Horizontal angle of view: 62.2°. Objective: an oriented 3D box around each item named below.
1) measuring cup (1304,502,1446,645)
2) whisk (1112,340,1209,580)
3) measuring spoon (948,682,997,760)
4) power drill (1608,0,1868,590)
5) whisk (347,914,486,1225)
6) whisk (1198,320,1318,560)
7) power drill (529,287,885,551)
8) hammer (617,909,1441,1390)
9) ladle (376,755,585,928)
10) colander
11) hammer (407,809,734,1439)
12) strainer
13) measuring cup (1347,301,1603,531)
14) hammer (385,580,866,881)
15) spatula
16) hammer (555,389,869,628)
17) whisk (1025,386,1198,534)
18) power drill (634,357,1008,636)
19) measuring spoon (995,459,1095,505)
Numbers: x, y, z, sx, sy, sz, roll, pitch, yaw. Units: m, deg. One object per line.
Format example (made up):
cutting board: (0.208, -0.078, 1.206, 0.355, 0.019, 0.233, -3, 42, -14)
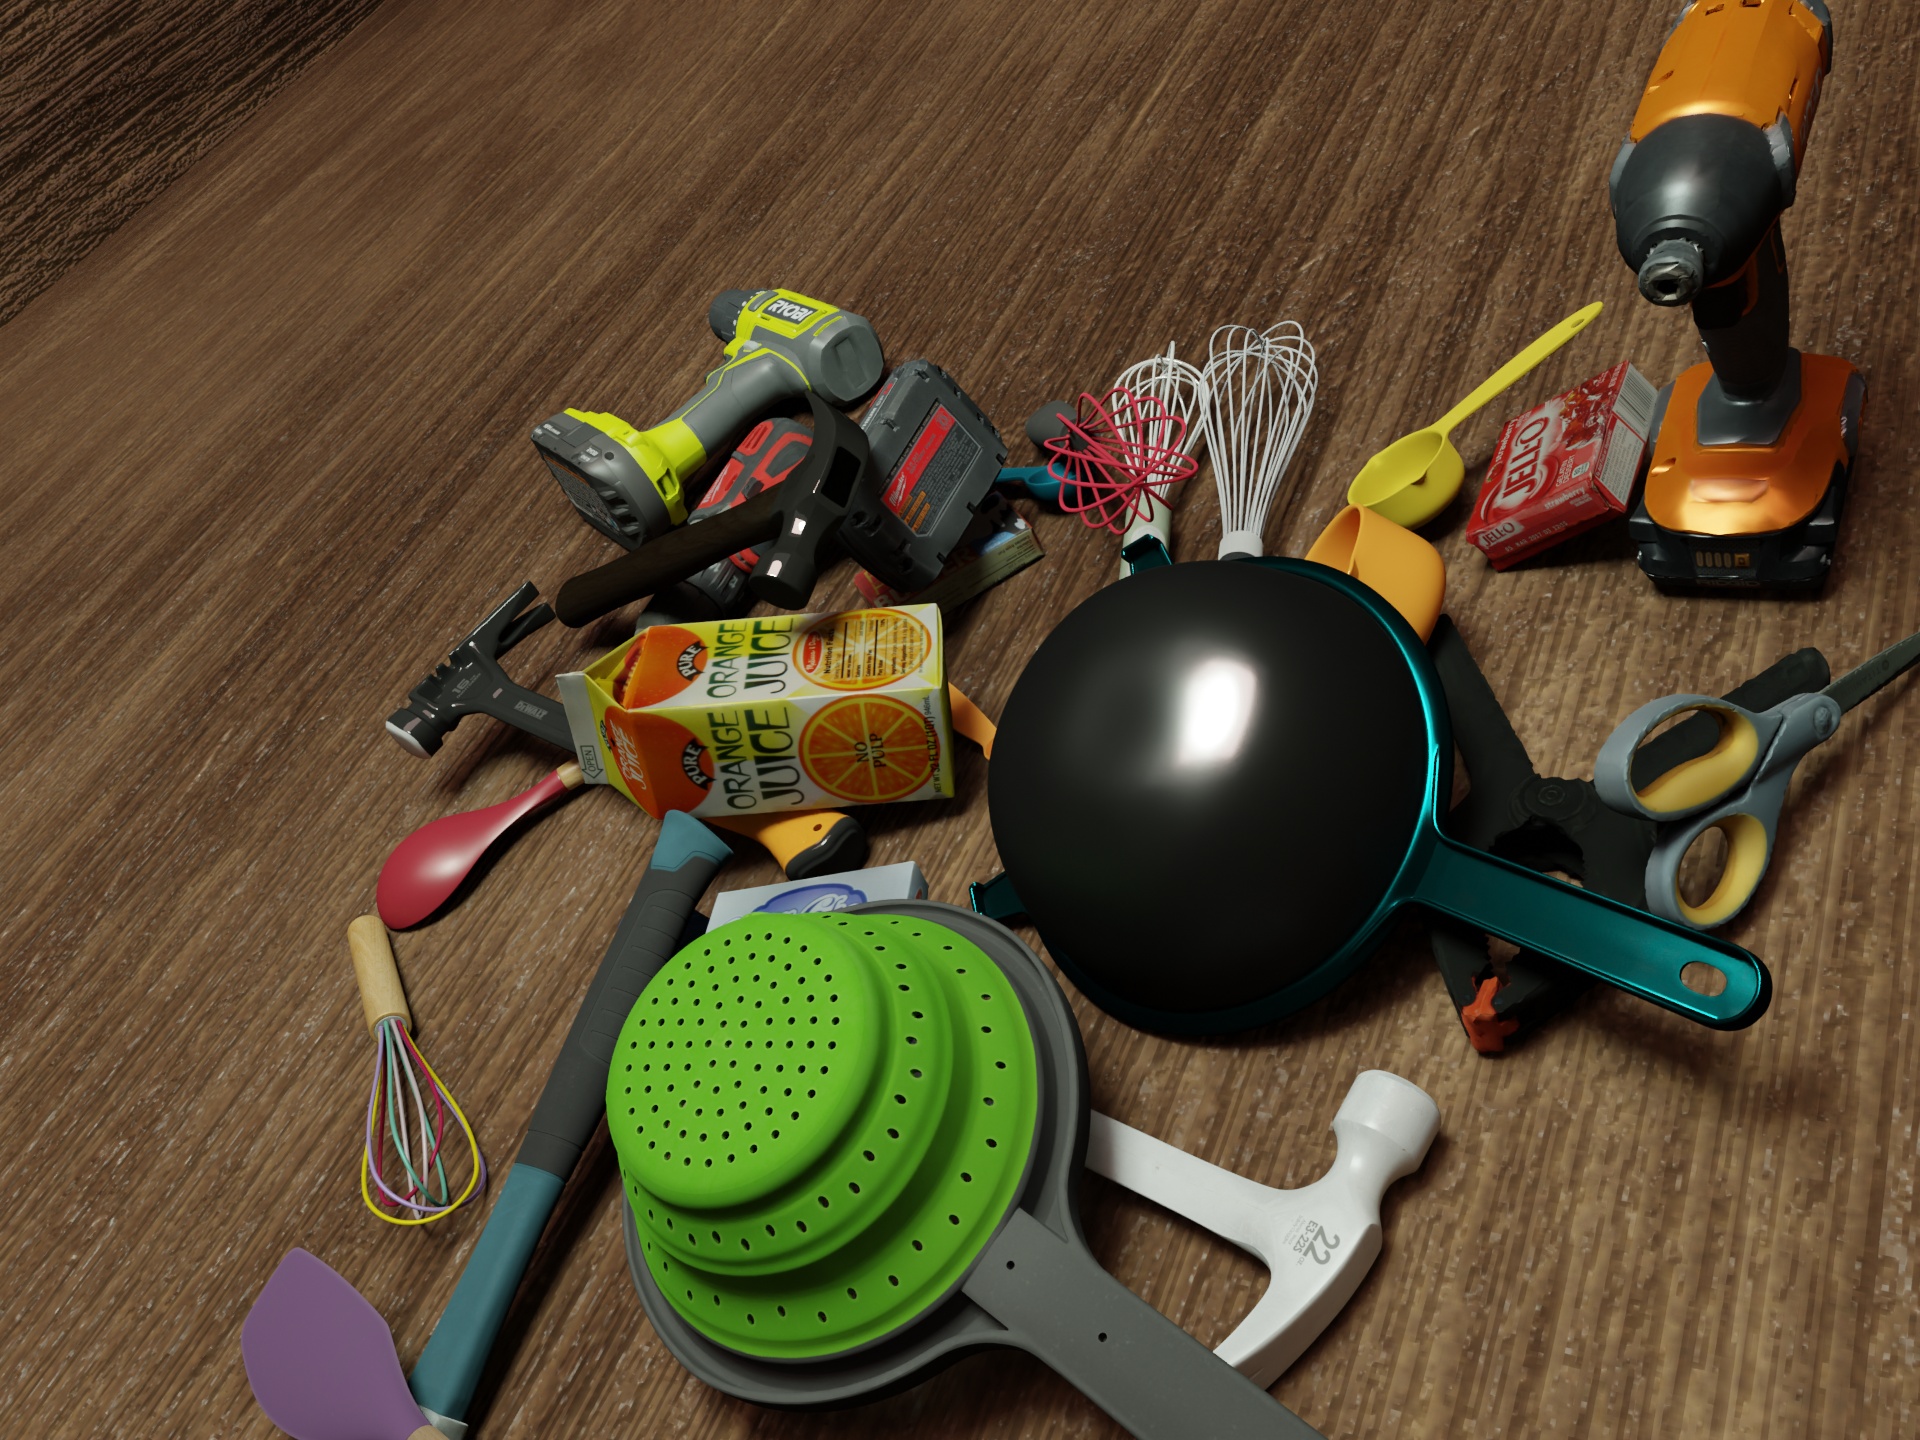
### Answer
measuring cup: (0.165, -0.011, 0.720, 0.095, 0.052, 0.174, 145, 149, -82)
whisk: (0.106, -0.121, 0.880, 0.058, 0.059, 0.247, 9, 52, 2)
measuring spoon: (-0.001, -0.003, 0.848, 0.021, 0.011, 0.117, -42, 38, -8)
power drill: (0.313, -0.158, 0.649, 0.084, 0.226, 0.164, 6, 51, 35)
whisk: (-0.293, 0.171, 0.815, 0.047, 0.051, 0.245, -40, 37, -3)
whisk: (0.149, -0.110, 0.837, 0.070, 0.070, 0.285, -7, 50, 25)
power drill: (-0.189, -0.233, 1.149, 0.228, 0.080, 0.191, -40, 41, -16)
hammer: (-0.015, 0.150, 0.674, 0.406, 0.035, 0.144, 15, 57, 41)
ladle: (-0.210, 0.023, 0.933, 0.315, 0.031, 0.069, -31, 41, -5)
colander: (-0.006, 0.166, 0.538, 0.397, 0.094, 0.204, 26, 72, 40)
hammer: (-0.178, 0.187, 0.703, 0.128, 0.033, 0.331, 2, 58, 33)
strainer: (0.124, 0.033, 0.603, 0.341, 0.095, 0.211, 23, 87, 47)
measuring cup: (0.265, -0.150, 0.799, 0.156, 0.029, 0.062, -40, 19, 5)
hammer: (-0.180, 0.013, 0.888, 0.337, 0.034, 0.127, 21, 61, 35)
spatula: (-0.191, 0.287, 0.597, 0.316, 0.018, 0.060, 15, 70, 40)
hammer: (-0.152, -0.098, 0.900, 0.331, 0.031, 0.130, -11, 51, 53)
whisk: (0.067, -0.151, 0.862, 0.073, 0.073, 0.296, -28, 16, 2)
power drill: (-0.097, -0.112, 0.939, 0.227, 0.080, 0.188, -4, 49, 51)
measuring spoon: (0.031, -0.141, 0.969, 0.129, 0.021, 0.042, 6, 31, 46)
